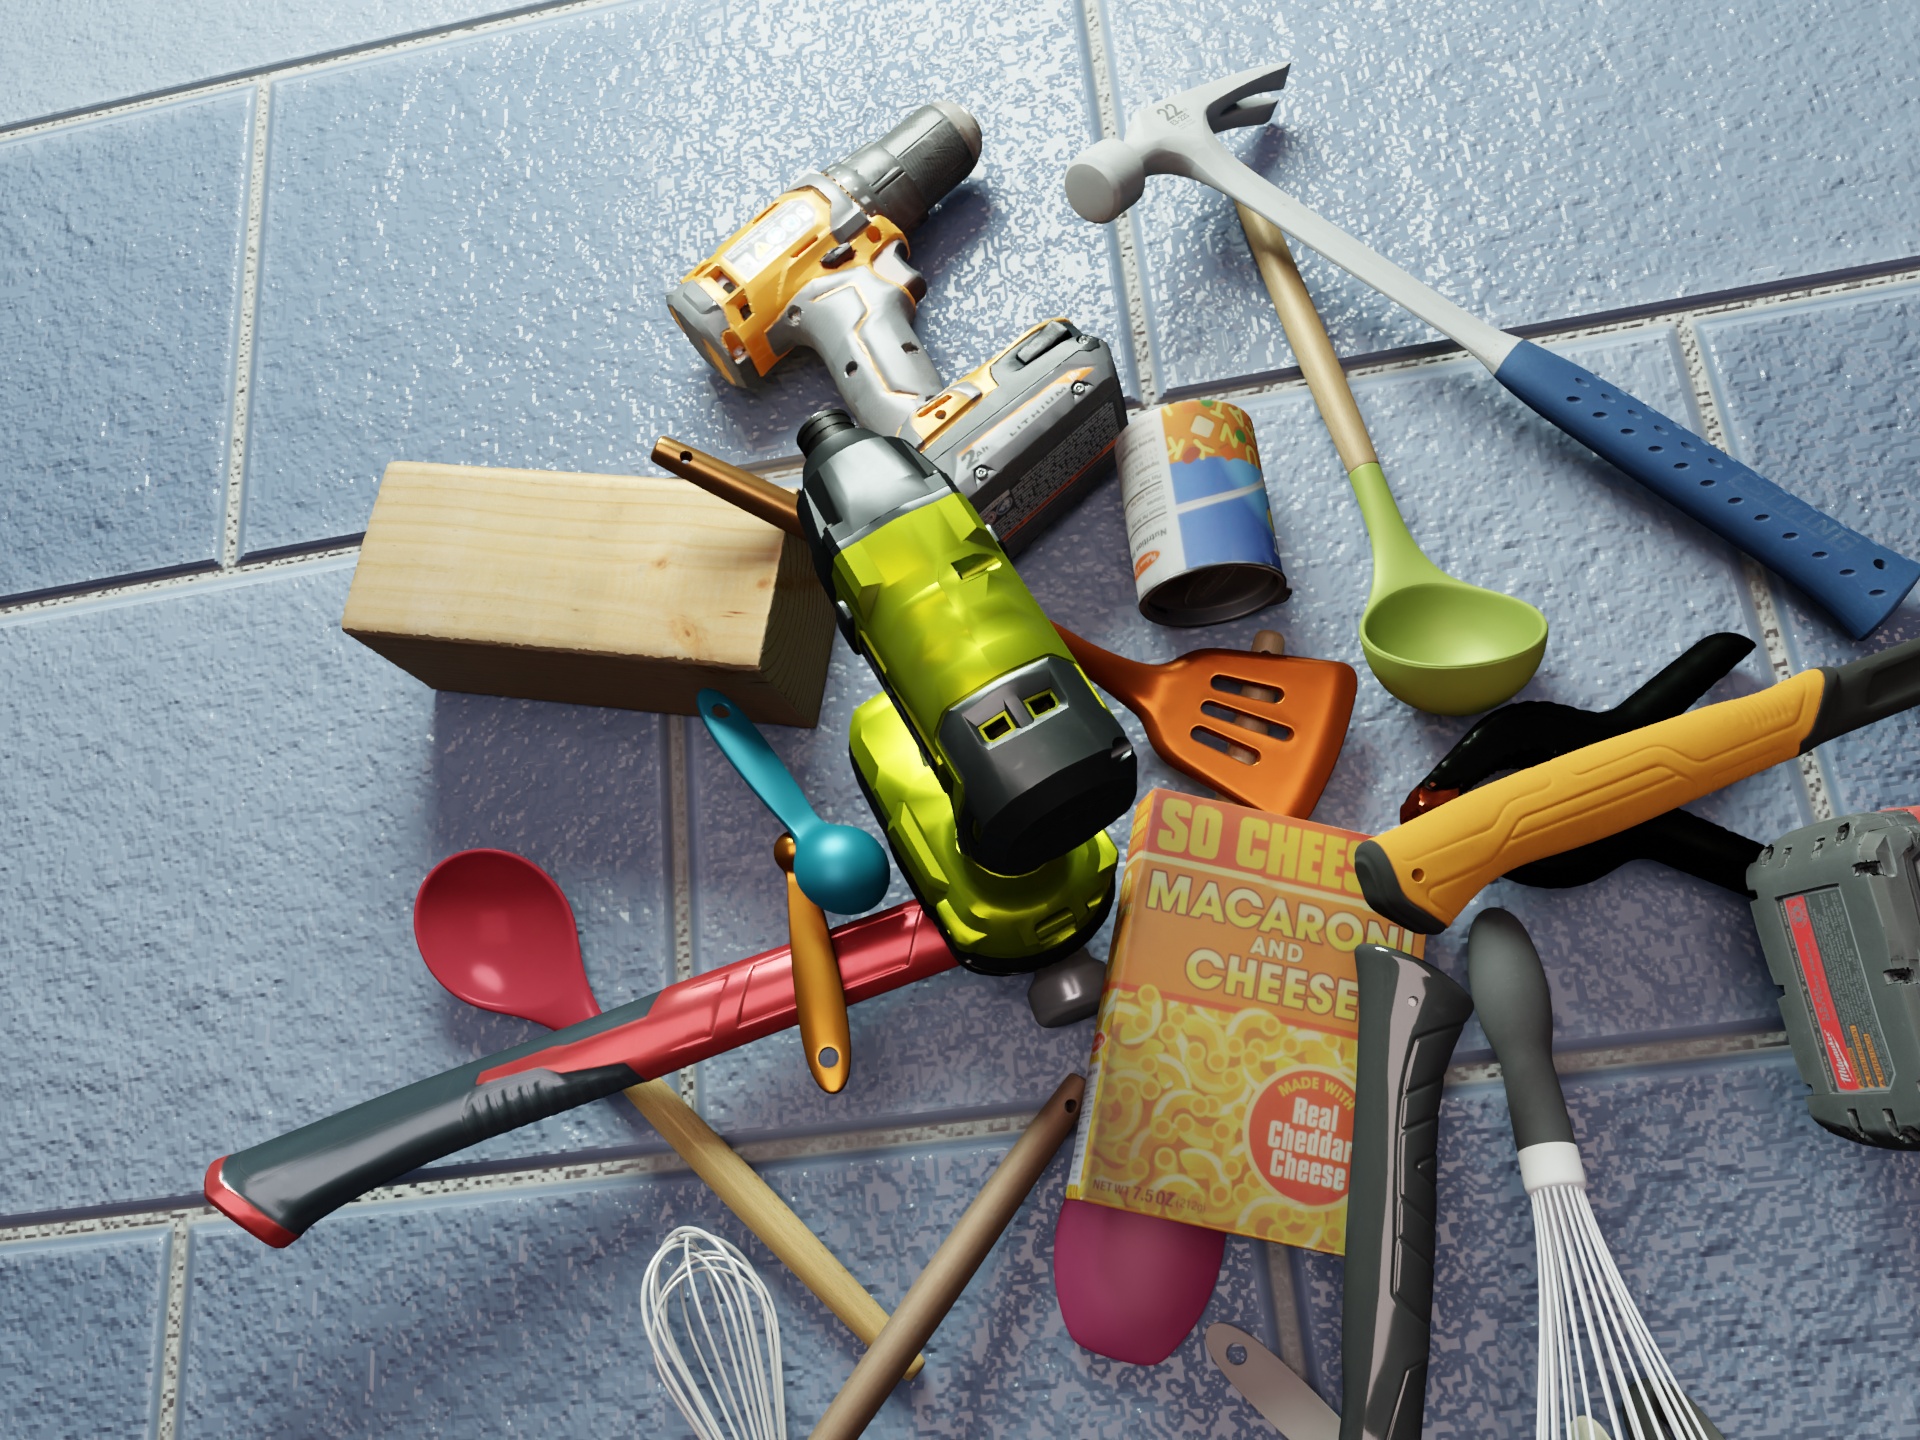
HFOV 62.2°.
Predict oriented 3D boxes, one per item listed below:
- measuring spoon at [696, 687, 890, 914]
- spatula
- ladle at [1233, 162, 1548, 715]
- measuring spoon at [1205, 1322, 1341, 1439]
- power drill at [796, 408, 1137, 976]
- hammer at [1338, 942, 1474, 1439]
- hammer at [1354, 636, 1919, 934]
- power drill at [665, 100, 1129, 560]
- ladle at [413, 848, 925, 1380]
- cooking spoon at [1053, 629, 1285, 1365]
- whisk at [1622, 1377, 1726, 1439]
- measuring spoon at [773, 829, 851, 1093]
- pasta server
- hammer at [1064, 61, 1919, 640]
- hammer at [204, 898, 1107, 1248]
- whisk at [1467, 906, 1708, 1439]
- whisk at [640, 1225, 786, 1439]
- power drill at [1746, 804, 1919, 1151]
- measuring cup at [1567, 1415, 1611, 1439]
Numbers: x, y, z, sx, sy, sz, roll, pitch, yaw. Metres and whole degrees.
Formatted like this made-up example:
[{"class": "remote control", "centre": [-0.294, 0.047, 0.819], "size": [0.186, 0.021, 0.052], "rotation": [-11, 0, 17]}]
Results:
[{"class": "measuring spoon", "centre": [-0.074, 0.028, 0.685], "size": [0.042, 0.021, 0.129], "rotation": [-25, 66, -37]}, {"class": "spatula", "centre": [0.016, -0.051, 0.692], "size": [0.322, 0.041, 0.081], "rotation": [25, 77, -6]}, {"class": "ladle", "centre": [0.181, -0.144, 0.735], "size": [0.078, 0.062, 0.320], "rotation": [-12, 66, -7]}, {"class": "measuring spoon", "centre": [0.145, 0.282, 0.620], "size": [0.124, 0.018, 0.034], "rotation": [39, 81, 27]}, {"class": "power drill", "centre": [-0.001, -0.002, 0.592], "size": [0.080, 0.223, 0.171], "rotation": [-28, 67, -8]}, {"class": "hammer", "centre": [0.146, 0.249, 0.573], "size": [0.146, 0.035, 0.335], "rotation": [5, 76, 9]}, {"class": "hammer", "centre": [0.307, -0.003, 0.622], "size": [0.337, 0.034, 0.127], "rotation": [-21, 89, -7]}, {"class": "power drill", "centre": [-0.014, -0.198, 0.782], "size": [0.185, 0.084, 0.226], "rotation": [-42, 64, -6]}, {"class": "ladle", "centre": [-0.131, 0.171, 0.705], "size": [0.316, 0.031, 0.069], "rotation": [41, 81, 19]}, {"class": "cooking spoon", "centre": [0.101, 0.109, 0.683], "size": [0.069, 0.017, 0.319], "rotation": [12, 74, 12]}, {"class": "whisk", "centre": [0.309, 0.350, 0.507], "size": [0.073, 0.073, 0.296], "rotation": [-28, 49, 1]}, {"class": "measuring spoon", "centre": [-0.062, 0.099, 0.668], "size": [0.021, 0.011, 0.117], "rotation": [-12, 66, 0]}, {"class": "pasta server", "centre": [-0.038, 0.267, 0.617], "size": [0.060, 0.040, 0.316], "rotation": [42, 69, -7]}, {"class": "hammer", "centre": [0.245, -0.175, 0.727], "size": [0.406, 0.035, 0.144], "rotation": [39, 59, 16]}, {"class": "hammer", "centre": [-0.137, 0.122, 0.692], "size": [0.386, 0.038, 0.143], "rotation": [-20, 67, -4]}, {"class": "whisk", "centre": [0.227, 0.200, 0.592], "size": [0.070, 0.070, 0.285], "rotation": [-8, 57, 9]}, {"class": "whisk", "centre": [-0.073, 0.323, 0.636], "size": [0.059, 0.057, 0.246], "rotation": [-37, 67, 35]}, {"class": "power drill", "centre": [0.427, 0.101, 0.576], "size": [0.226, 0.080, 0.188], "rotation": [-9, 77, -6]}, {"class": "measuring cup", "centre": [0.246, 0.339, 0.568], "size": [0.083, 0.038, 0.168], "rotation": [-13, 63, 7]}]
